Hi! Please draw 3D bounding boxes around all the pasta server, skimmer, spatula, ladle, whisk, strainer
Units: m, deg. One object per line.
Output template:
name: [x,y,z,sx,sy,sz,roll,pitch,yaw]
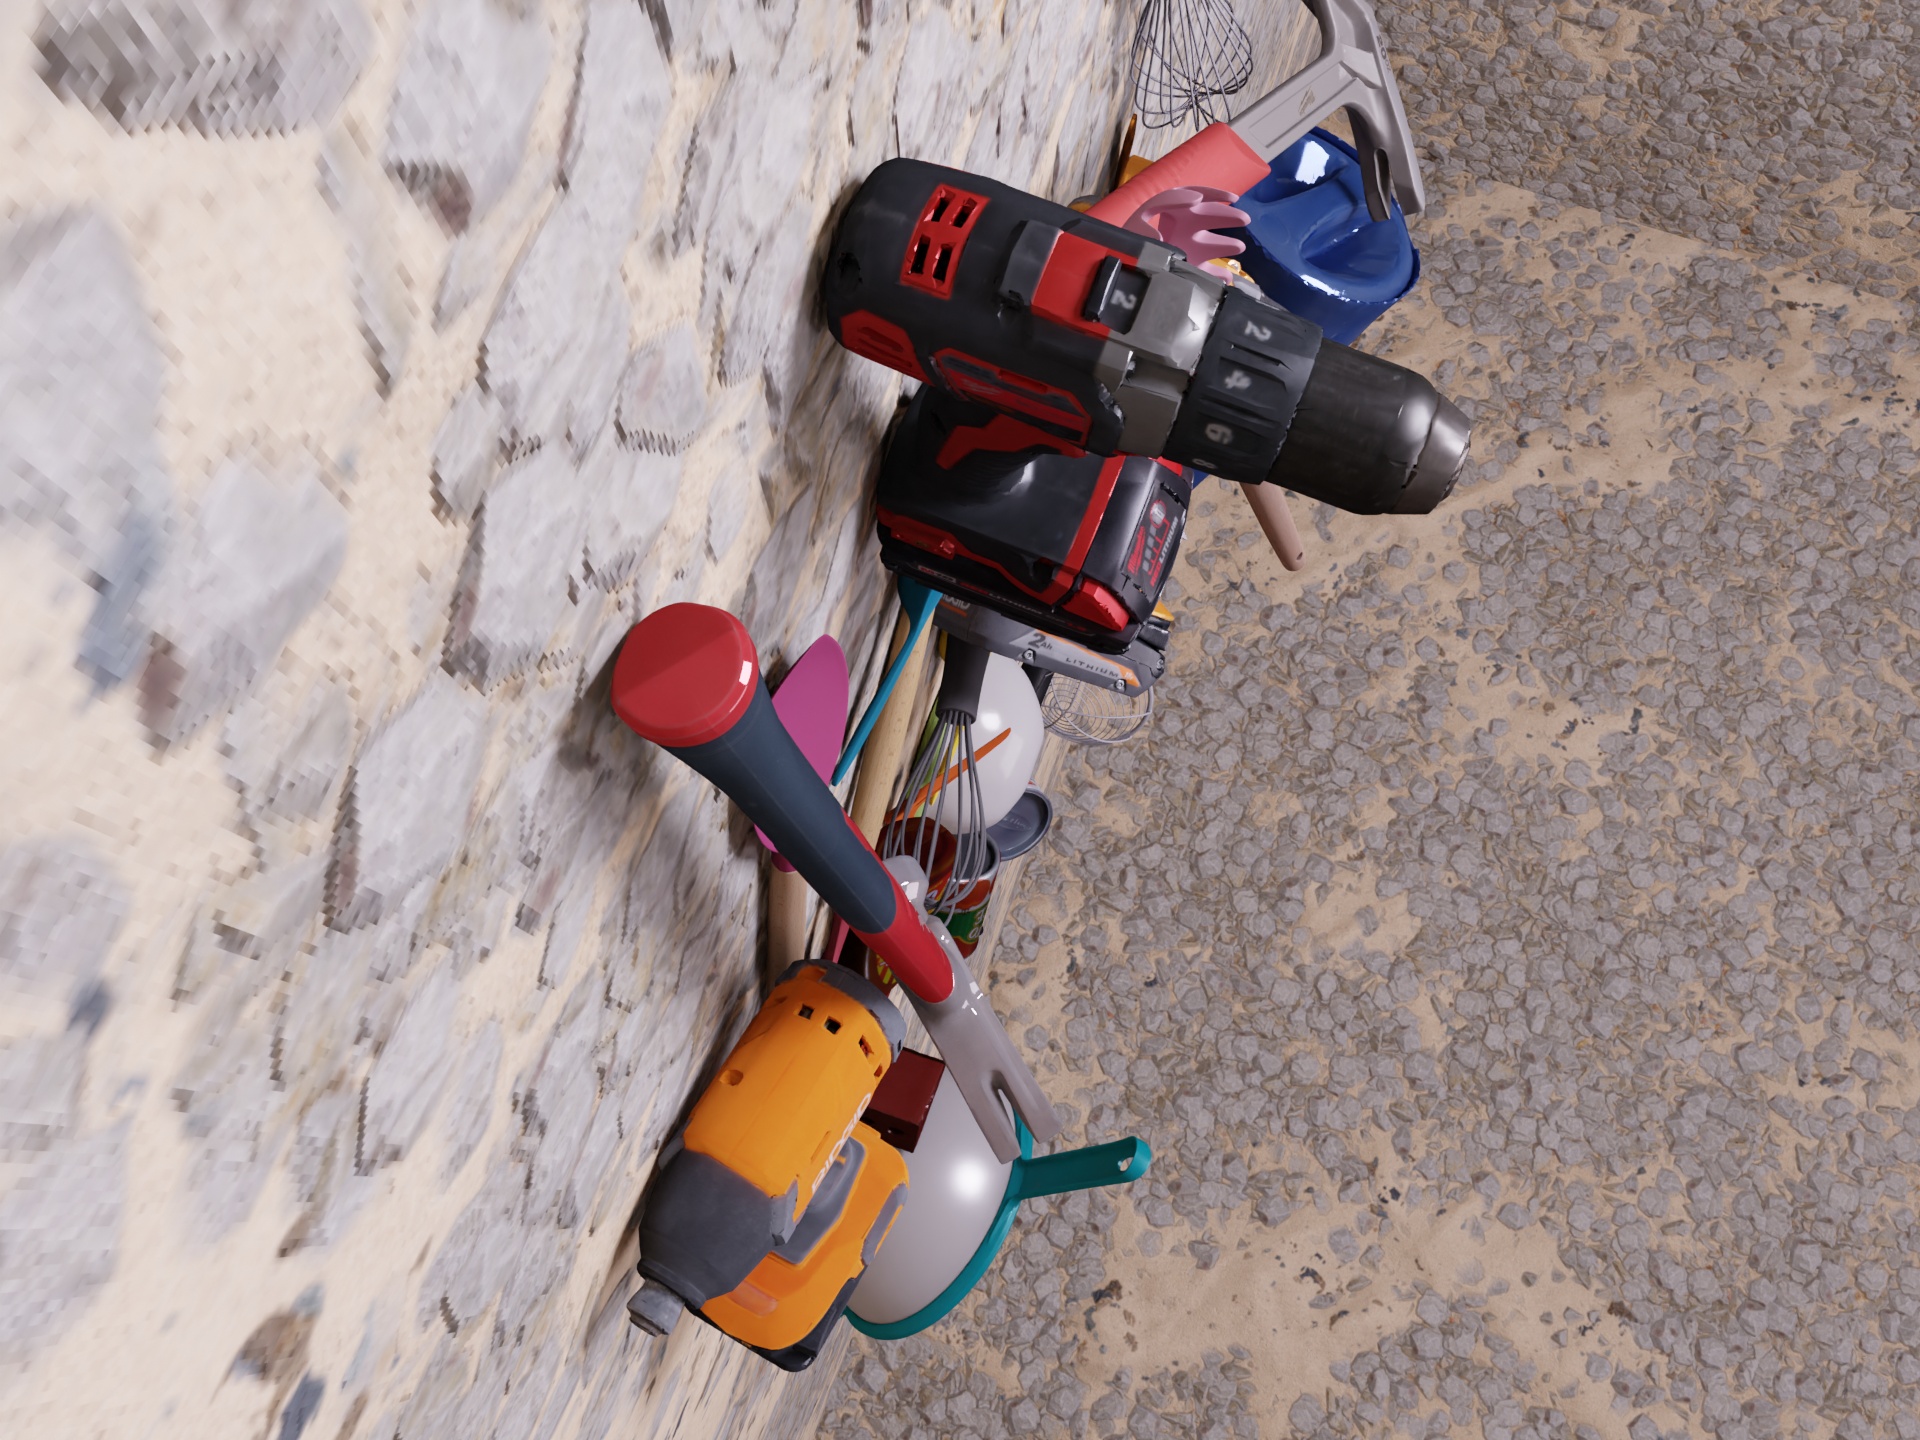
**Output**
pasta server: [0.127,-0.138,0.729,0.060,0.040,0.316,-49,149,-1]
skimmer: [0.125,-0.159,1.328,0.090,0.127,0.363,6,96,-66]
spatula: [-0.039,0.118,1.006,0.081,0.041,0.322,-34,152,-38]
ladle: [-0.050,0.061,0.810,0.069,0.031,0.315,-102,-155,-66]
whisk: [0.000,-0.002,0.855,0.055,0.055,0.239,94,6,-66]
strainer: [0.031,-0.026,1.027,0.151,0.069,0.256,-60,169,-58]
strainer: [-0.012,0.312,1.118,0.340,0.095,0.211,-28,-147,47]
whisk: [0.104,-0.354,0.764,0.284,0.070,0.070,10,99,-78]

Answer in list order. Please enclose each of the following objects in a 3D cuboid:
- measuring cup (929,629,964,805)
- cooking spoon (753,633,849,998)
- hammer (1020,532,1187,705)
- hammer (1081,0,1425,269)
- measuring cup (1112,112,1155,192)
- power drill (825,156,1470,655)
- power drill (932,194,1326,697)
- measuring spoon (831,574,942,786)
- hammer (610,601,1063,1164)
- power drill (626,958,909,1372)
measuring cup: [-0.007,-0.016,0.950,0.062,0.029,0.156,-59,170,-59]
cooking spoon: [-0.074,0.071,0.677,0.069,0.017,0.318,-56,166,-33]
hammer: [0.057,-0.028,1.188,0.146,0.035,0.334,-1,122,-44]
hammer: [0.113,-0.239,0.727,0.359,0.037,0.149,-45,121,-37]
measuring cup: [0.120,-0.318,0.977,0.173,0.052,0.095,79,31,-81]
power drill: [0.052,-0.090,0.536,0.226,0.188,0.080,96,15,-79]
power drill: [0.096,-0.131,0.825,0.084,0.185,0.226,32,-76,58]
measuring spoon: [-0.037,-0.029,0.730,0.128,0.021,0.042,-62,176,10]
hammer: [-0.030,0.068,0.547,0.038,0.143,0.386,-31,158,-3]
power drill: [-0.088,0.225,0.734,0.164,0.084,0.226,-56,163,-30]
